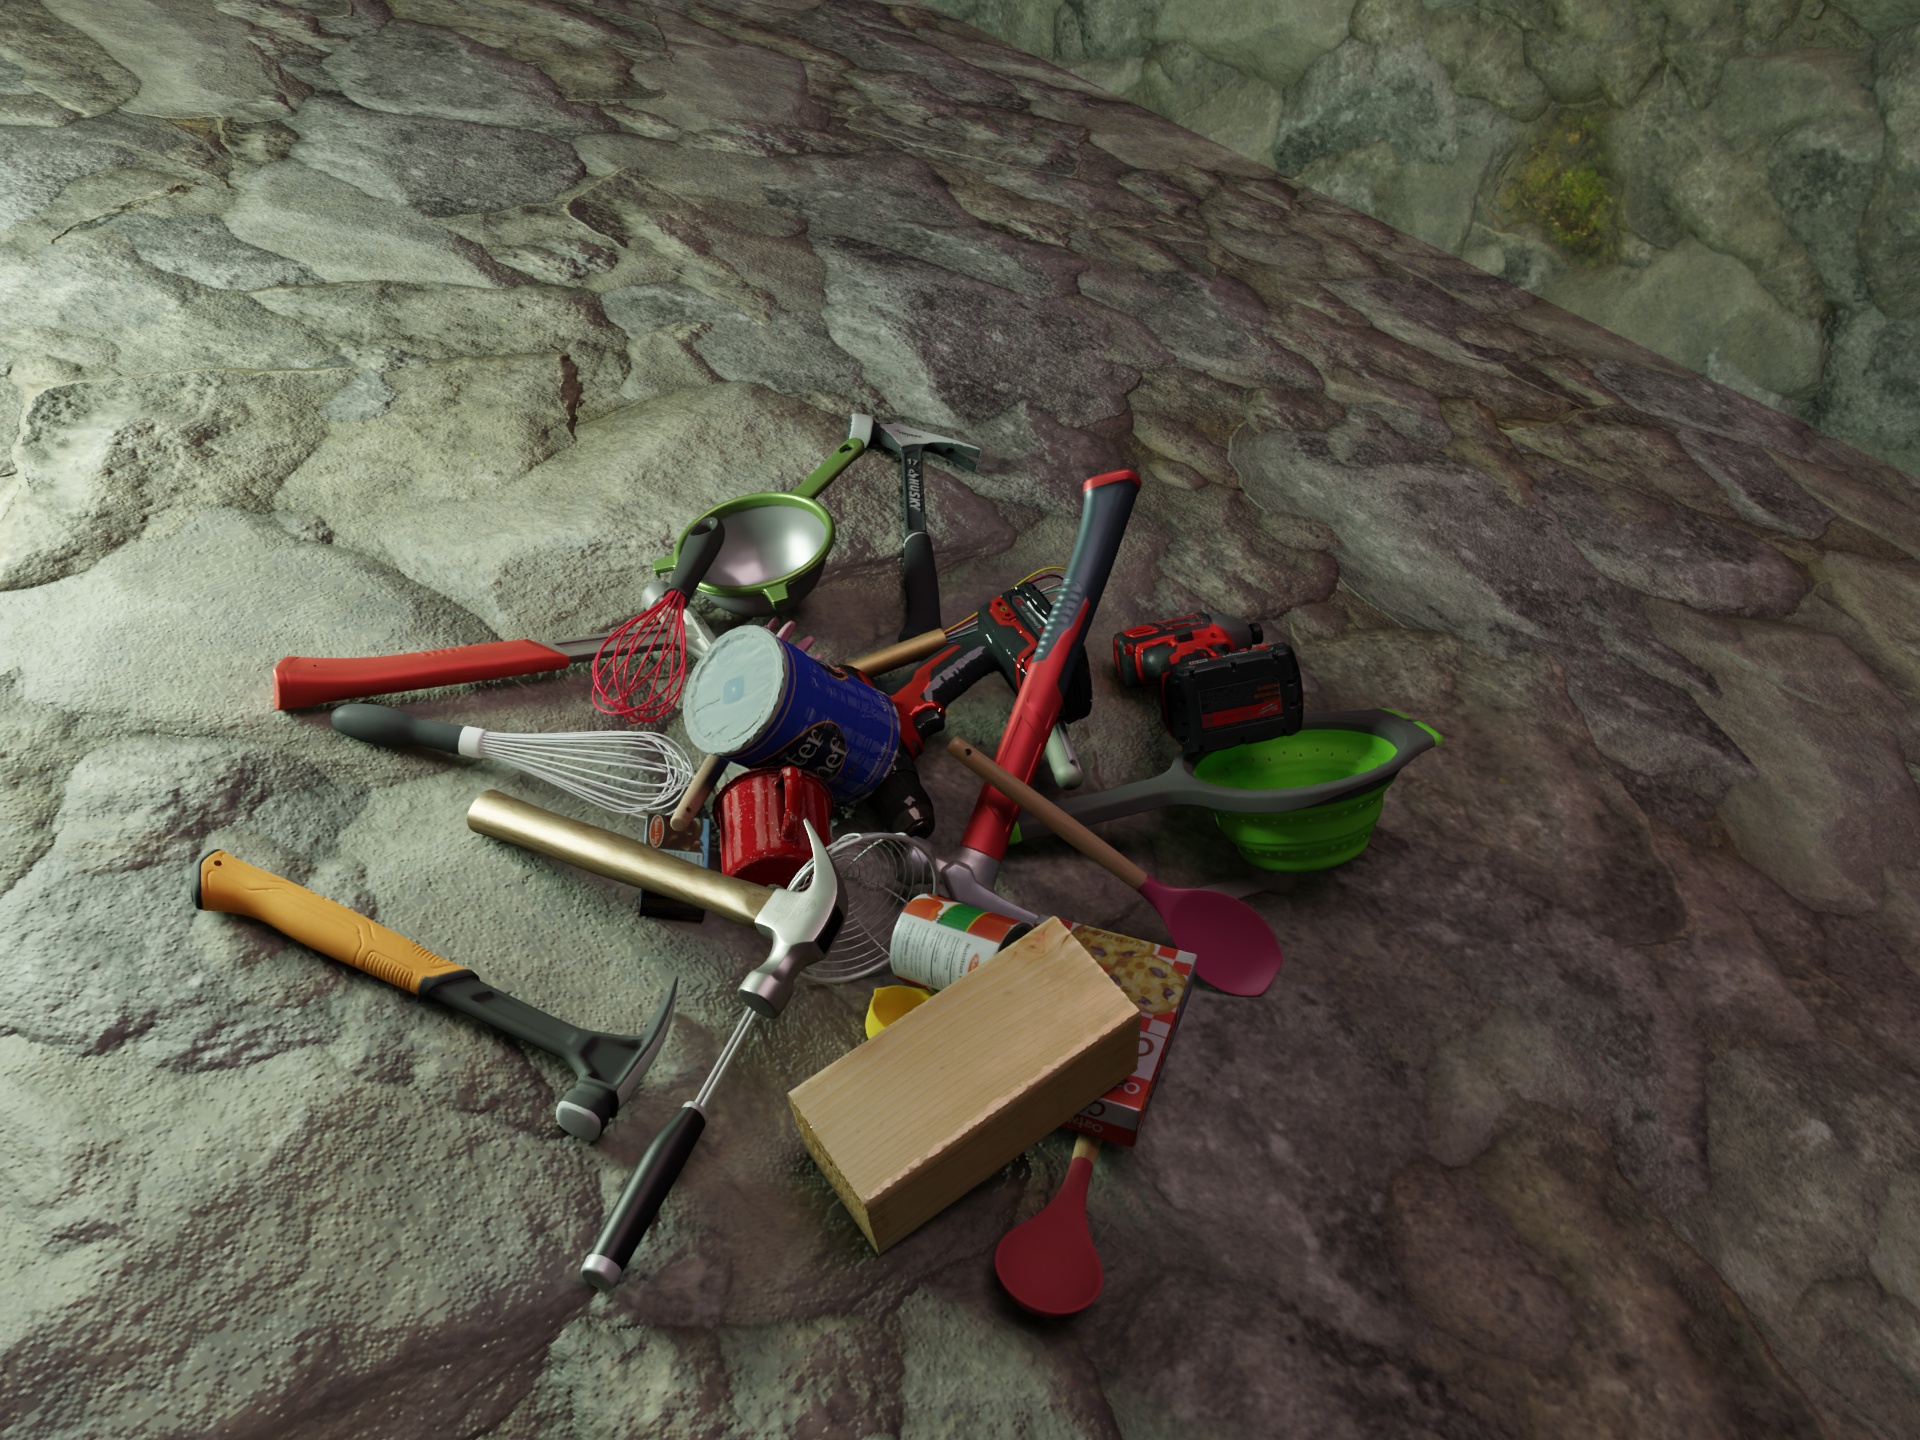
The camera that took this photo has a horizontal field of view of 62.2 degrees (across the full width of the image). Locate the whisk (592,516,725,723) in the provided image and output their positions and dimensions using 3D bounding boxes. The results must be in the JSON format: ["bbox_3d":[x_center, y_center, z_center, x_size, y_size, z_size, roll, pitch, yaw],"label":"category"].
[{"bbox_3d":[-0.244,-0.092,1.341,0.073,0.073,0.296,15,38,-3],"label":"whisk"}]

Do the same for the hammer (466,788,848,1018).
[{"bbox_3d":[-0.218,0.099,1.099,0.331,0.031,0.130,14,55,31],"label":"hammer"}]

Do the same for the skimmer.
[{"bbox_3d":[-0.120,0.214,1.036,0.090,0.127,0.363,7,41,21],"label":"skimmer"}]

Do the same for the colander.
[{"bbox_3d":[0.208,0.085,1.335,0.397,0.094,0.205,-13,16,-9],"label":"colander"}]

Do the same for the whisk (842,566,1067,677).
[{"bbox_3d":[0.003,-0.085,1.453,0.245,0.047,0.051,-21,31,-14],"label":"whisk"}]

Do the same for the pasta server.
[{"bbox_3d":[-0.177,0.001,1.292,0.060,0.040,0.316,40,26,-11],"label":"pasta server"}]

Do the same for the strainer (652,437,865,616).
[{"bbox_3d":[-0.159,-0.176,1.504,0.151,0.069,0.256,16,47,26],"label":"strainer"}]

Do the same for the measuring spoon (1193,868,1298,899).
[{"bbox_3d":[0.234,0.137,1.332,0.124,0.018,0.034,-10,45,-30],"label":"measuring spoon"}]

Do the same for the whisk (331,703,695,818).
[{"bbox_3d":[-0.343,0.023,1.223,0.284,0.070,0.070,10,37,-1],"label":"whisk"}]

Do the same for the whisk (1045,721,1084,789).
[{"bbox_3d":[0.075,-0.015,1.415,0.057,0.059,0.247,37,21,-28],"label":"whisk"}]

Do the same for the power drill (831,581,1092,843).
[{"bbox_3d":[-0.002,-0.004,1.326,0.226,0.080,0.188,-25,50,-11],"label":"power drill"}]

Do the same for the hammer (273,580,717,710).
[{"bbox_3d":[-0.373,-0.045,1.310,0.359,0.036,0.149,-10,45,-32],"label":"hammer"}]

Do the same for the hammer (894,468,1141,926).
[{"bbox_3d":[0.082,-0.024,1.270,0.143,0.038,0.386,24,74,-8],"label":"hammer"}]

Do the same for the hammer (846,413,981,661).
[{"bbox_3d":[-0.041,-0.192,1.629,0.149,0.036,0.409,9,38,-12],"label":"hammer"}]

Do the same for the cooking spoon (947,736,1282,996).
[{"bbox_3d":[0.119,0.110,1.226,0.318,0.017,0.069,36,77,-9],"label":"cooking spoon"}]

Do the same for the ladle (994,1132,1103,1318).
[{"bbox_3d":[0.088,0.282,1.085,0.069,0.031,0.316,18,35,8],"label":"ladle"}]

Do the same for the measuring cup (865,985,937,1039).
[{"bbox_3d":[-0.014,0.203,1.155,0.062,0.029,0.156,31,27,20],"label":"measuring cup"}]

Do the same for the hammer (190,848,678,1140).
[{"bbox_3d":[-0.357,0.160,1.059,0.337,0.034,0.127,23,38,7],"label":"hammer"}]

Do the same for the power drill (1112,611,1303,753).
[{"bbox_3d":[0.229,-0.047,1.445,0.143,0.078,0.220,-11,18,-4],"label":"power drill"}]
